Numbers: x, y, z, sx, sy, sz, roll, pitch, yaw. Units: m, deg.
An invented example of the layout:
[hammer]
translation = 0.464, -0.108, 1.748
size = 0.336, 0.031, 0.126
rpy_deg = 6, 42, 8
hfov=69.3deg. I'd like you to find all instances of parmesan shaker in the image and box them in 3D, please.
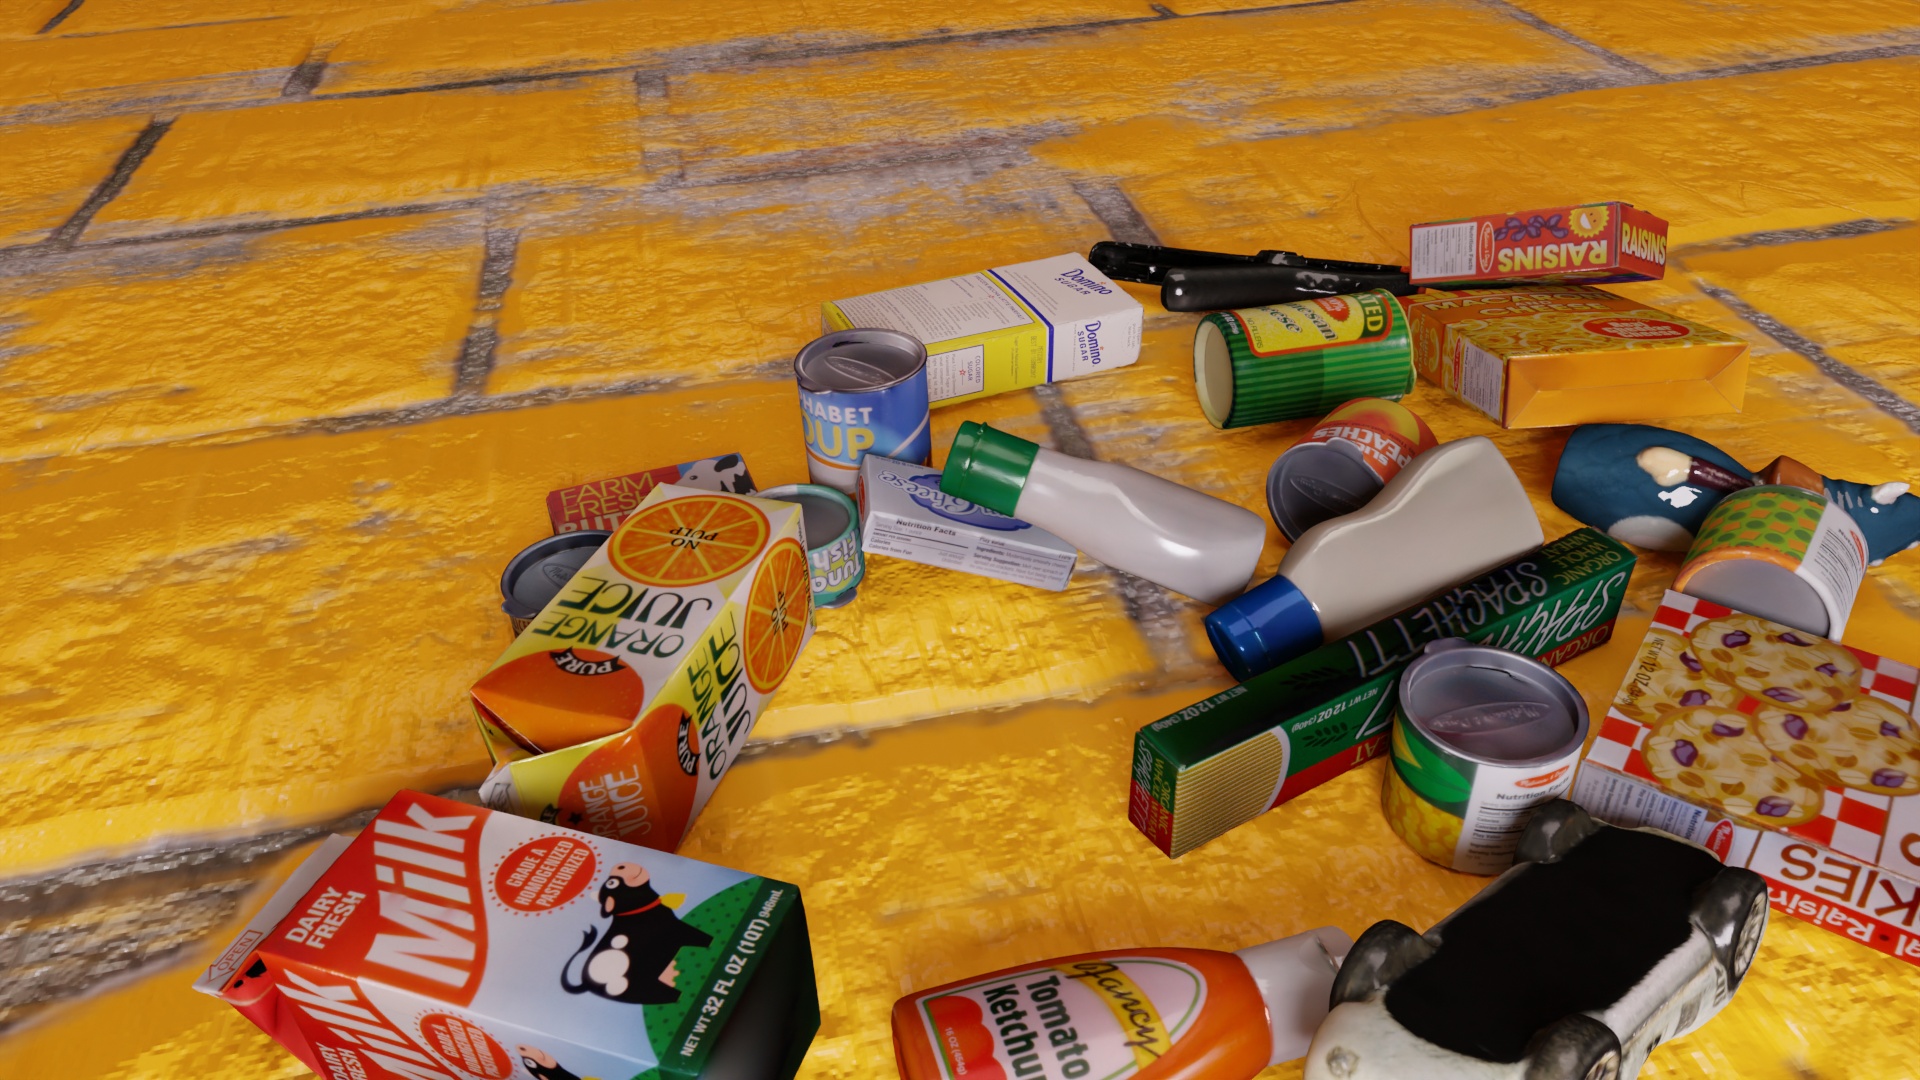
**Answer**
[parmesan shaker]
translation = 0.190, -0.099, 0.772
size = 0.103, 0.071, 0.071
rpy_deg = -9, 36, -9

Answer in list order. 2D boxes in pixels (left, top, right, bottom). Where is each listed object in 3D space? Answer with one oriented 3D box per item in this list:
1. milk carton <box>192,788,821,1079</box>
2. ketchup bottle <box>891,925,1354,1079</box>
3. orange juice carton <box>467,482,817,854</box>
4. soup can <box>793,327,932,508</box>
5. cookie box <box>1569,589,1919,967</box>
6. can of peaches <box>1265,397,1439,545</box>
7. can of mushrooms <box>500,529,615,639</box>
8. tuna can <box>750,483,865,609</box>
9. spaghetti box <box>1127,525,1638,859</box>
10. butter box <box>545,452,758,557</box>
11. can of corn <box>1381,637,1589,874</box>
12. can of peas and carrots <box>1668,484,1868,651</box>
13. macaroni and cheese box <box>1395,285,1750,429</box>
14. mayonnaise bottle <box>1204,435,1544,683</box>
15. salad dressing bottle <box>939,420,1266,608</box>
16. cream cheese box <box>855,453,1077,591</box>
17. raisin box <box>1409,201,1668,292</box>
[milk carton]
translation = -0.148, 0.140, 0.449
size = 0.190, 0.073, 0.073
rpy_deg = 10, 37, 17
[ketchup bottle]
translation = 0.056, 0.158, 0.438
size = 0.149, 0.043, 0.065
rpy_deg = -11, 35, -13
[orange juice carton]
translation = -0.130, 0.059, 0.563
size = 0.073, 0.071, 0.194
rpy_deg = 9, 36, 16
[soup can]
translation = -0.050, -0.056, 0.710
size = 0.071, 0.083, 0.072
rpy_deg = -2, 35, 1
[cookie box]
translation = 0.332, 0.090, 0.519
size = 0.167, 0.040, 0.123
rpy_deg = 21, 41, 29
[can of peaches]
translation = 0.192, -0.031, 0.672
size = 0.071, 0.071, 0.058
rpy_deg = 24, 42, 32
[can of mushrooms]
translation = -0.178, 0.027, 0.643
size = 0.071, 0.033, 0.071
rpy_deg = -1, 35, 1
[tuna can]
translation = -0.078, 0.004, 0.672
size = 0.071, 0.032, 0.071
rpy_deg = -2, 35, 1
[spaghetti box]
translation = 0.179, 0.056, 0.568
size = 0.251, 0.050, 0.029
rpy_deg = -20, 40, -23
[butter box]
translation = -0.155, -0.013, 0.707
size = 0.104, 0.024, 0.053
rpy_deg = -13, 37, -15
[can of corn]
translation = 0.195, 0.081, 0.525
size = 0.071, 0.058, 0.071
rpy_deg = -2, 35, 1
[can of peas and carrots]
translation = 0.346, 0.019, 0.600
size = 0.071, 0.070, 0.059
rpy_deg = 22, 42, 30
[macaroni and cheese box]
translation = 0.325, -0.106, 0.762
size = 0.124, 0.040, 0.167
rpy_deg = -4, 21, -2
[mayonnaise bottle]
translation = 0.178, 0.013, 0.608
size = 0.148, 0.064, 0.041
rpy_deg = -29, 0, -8
[salad dressing bottle]
translation = 0.065, -0.015, 0.645
size = 0.148, 0.043, 0.064
rpy_deg = 21, 26, 3
[cream cheese box]
translation = 0.002, -0.008, 0.665
size = 0.104, 0.024, 0.053
rpy_deg = 12, 33, -14
[raisin box]
translation = 0.347, -0.174, 0.836
size = 0.123, 0.040, 0.086
rpy_deg = 4, 5, 43
